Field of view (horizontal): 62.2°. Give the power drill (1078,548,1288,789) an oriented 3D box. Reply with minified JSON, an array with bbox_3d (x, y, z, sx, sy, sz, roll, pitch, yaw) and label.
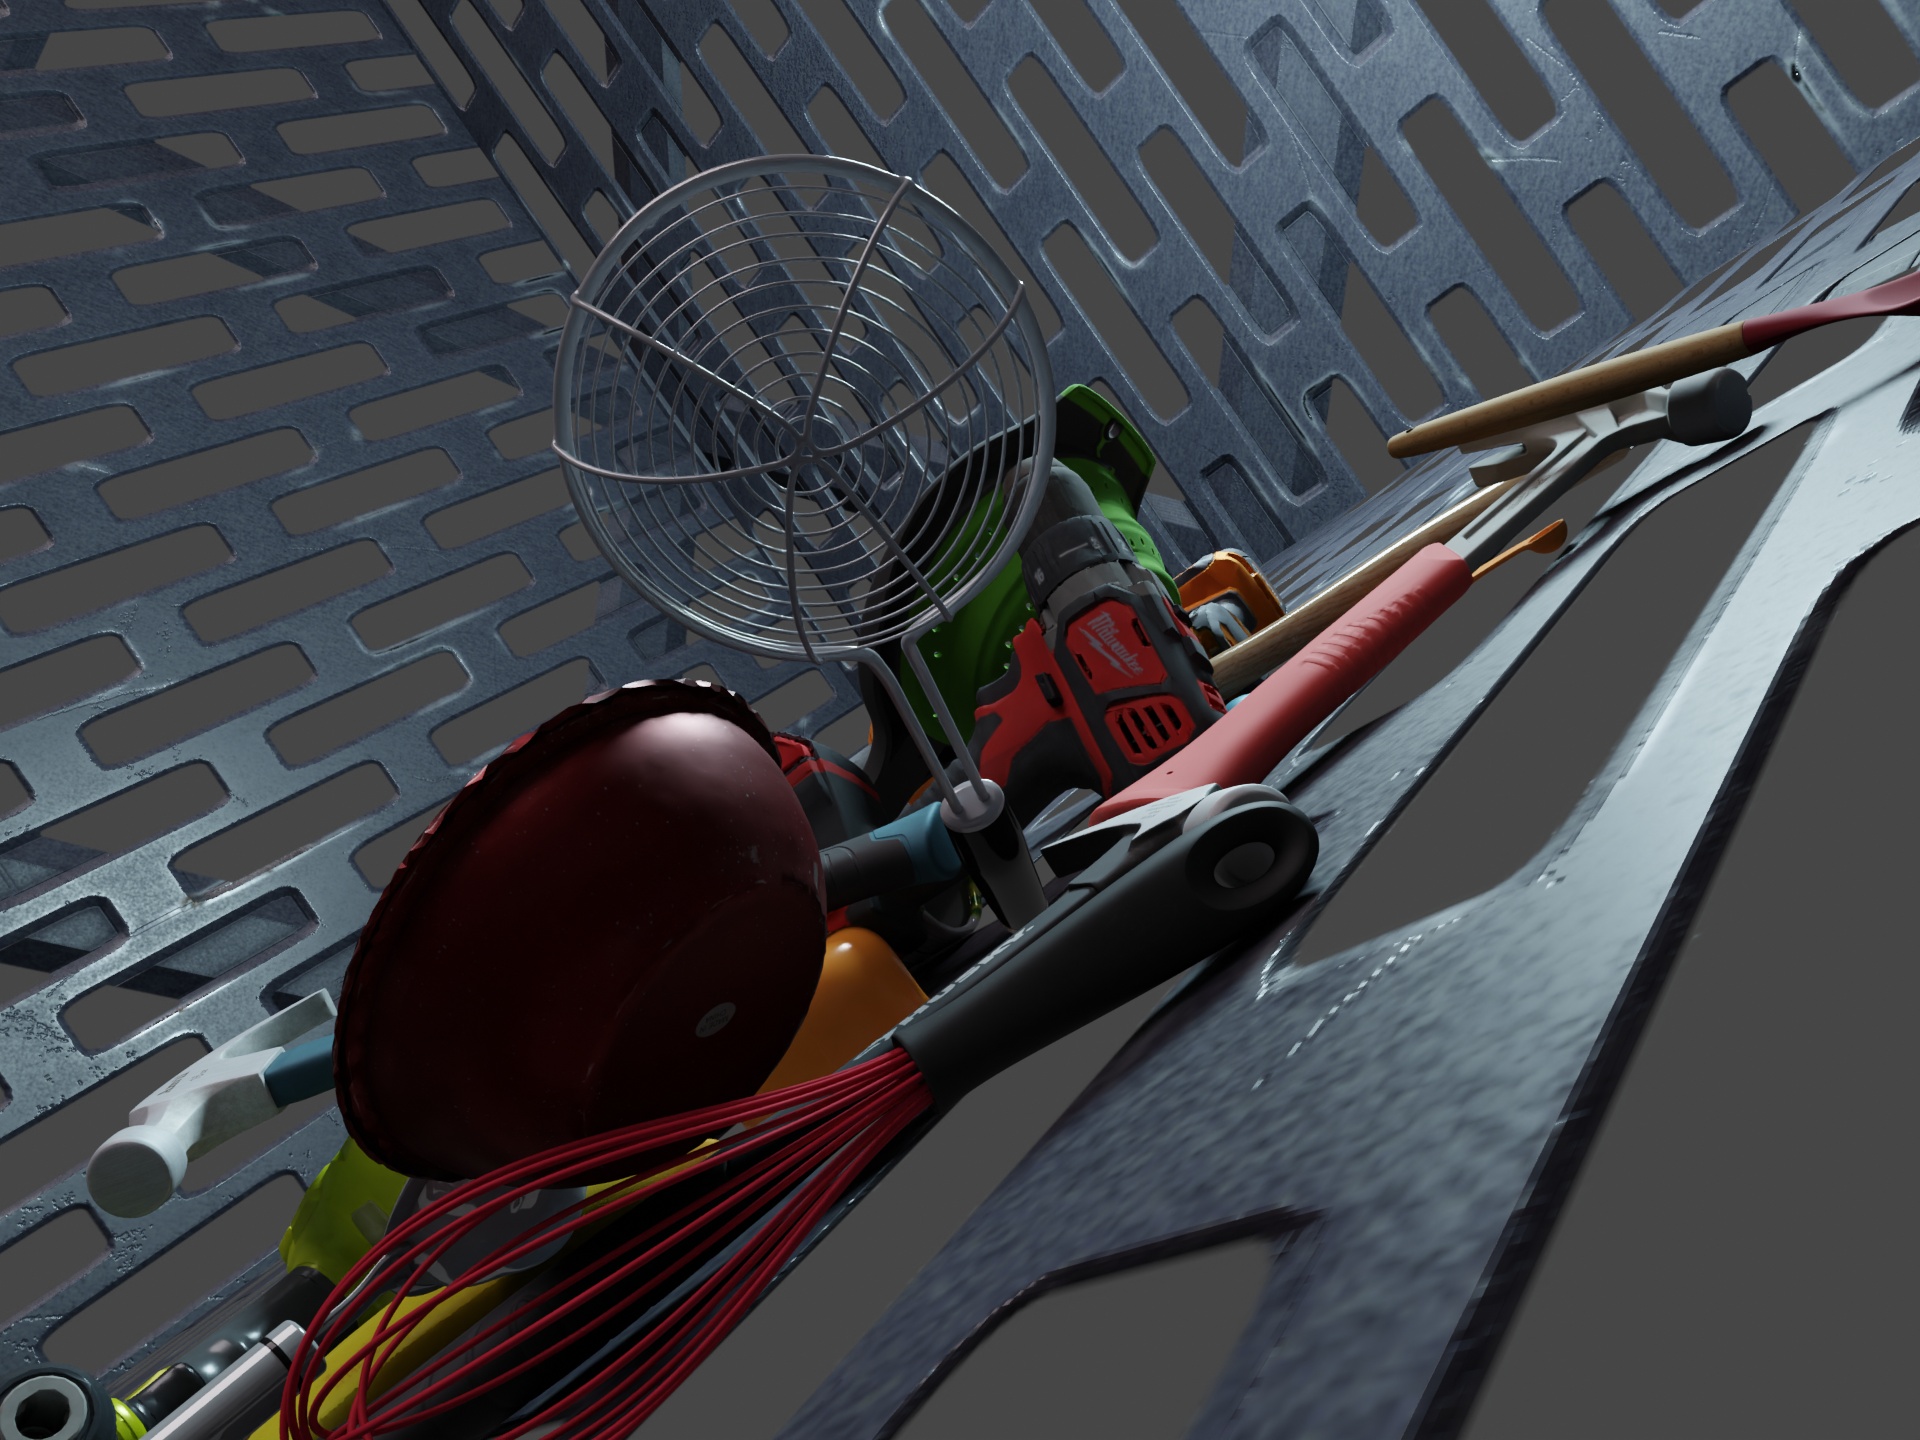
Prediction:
[{"bbox_3d":[0.129,-0.028,1.034,0.164,0.084,0.226,-35,4,24],"label":"power drill"}]

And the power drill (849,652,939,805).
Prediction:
[{"bbox_3d":[-0.080,0.070,0.998,0.226,0.084,0.185,-40,-15,-26],"label":"power drill"}]

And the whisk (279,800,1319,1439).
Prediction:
[{"bbox_3d":[-0.028,0.098,0.397,0.296,0.073,0.073,-29,-1,-16],"label":"whisk"}]

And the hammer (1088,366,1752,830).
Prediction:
[{"bbox_3d":[0.178,-0.047,0.664,0.359,0.036,0.149,-37,16,-28],"label":"hammer"}]

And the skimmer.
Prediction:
[{"bbox_3d":[-0.014,-0.020,0.518,0.127,0.090,0.363,-19,-27,3],"label":"skimmer"}]

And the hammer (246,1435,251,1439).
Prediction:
[{"bbox_3d":[-0.255,0.248,0.792,0.127,0.034,0.337,0,29,44],"label":"hammer"}]

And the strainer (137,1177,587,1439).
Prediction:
[{"bbox_3d":[-0.184,0.180,0.459,0.258,0.050,0.086,-38,-31,-40],"label":"strainer"}]

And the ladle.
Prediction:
[{"bbox_3d":[0.304,-0.153,0.664,0.069,0.031,0.315,-35,13,-33],"label":"ladle"}]

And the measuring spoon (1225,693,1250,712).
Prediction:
[{"bbox_3d":[0.171,-0.023,0.767,0.128,0.021,0.042,-37,-1,32],"label":"measuring spoon"}]

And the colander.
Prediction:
[{"bbox_3d":[0.006,0.018,0.858,0.397,0.095,0.204,-57,-35,3],"label":"colander"}]

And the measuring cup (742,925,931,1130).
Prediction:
[{"bbox_3d":[-0.064,0.122,0.667,0.095,0.052,0.173,-35,2,-7],"label":"measuring cup"}]

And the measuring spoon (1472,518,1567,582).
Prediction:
[{"bbox_3d":[0.247,-0.065,0.758,0.021,0.011,0.117,-36,-2,-31],"label":"measuring spoon"}]

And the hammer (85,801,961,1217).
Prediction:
[{"bbox_3d":[-0.156,0.101,0.626,0.331,0.033,0.128,-20,9,-5],"label":"hammer"}]

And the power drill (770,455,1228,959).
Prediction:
[{"bbox_3d":[-0.001,-0.002,0.725,0.226,0.188,0.080,-32,-32,14],"label":"power drill"}]

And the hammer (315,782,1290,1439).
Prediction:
[{"bbox_3d":[-0.051,0.126,0.481,0.335,0.035,0.146,-35,1,-15],"label":"hammer"}]

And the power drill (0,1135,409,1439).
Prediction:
[{"bbox_3d":[-0.261,0.227,0.563,0.228,0.080,0.190,-36,-15,-53],"label":"power drill"}]

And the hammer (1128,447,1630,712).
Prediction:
[{"bbox_3d":[0.217,-0.070,0.842,0.331,0.031,0.130,-31,-14,-9],"label":"hammer"}]
